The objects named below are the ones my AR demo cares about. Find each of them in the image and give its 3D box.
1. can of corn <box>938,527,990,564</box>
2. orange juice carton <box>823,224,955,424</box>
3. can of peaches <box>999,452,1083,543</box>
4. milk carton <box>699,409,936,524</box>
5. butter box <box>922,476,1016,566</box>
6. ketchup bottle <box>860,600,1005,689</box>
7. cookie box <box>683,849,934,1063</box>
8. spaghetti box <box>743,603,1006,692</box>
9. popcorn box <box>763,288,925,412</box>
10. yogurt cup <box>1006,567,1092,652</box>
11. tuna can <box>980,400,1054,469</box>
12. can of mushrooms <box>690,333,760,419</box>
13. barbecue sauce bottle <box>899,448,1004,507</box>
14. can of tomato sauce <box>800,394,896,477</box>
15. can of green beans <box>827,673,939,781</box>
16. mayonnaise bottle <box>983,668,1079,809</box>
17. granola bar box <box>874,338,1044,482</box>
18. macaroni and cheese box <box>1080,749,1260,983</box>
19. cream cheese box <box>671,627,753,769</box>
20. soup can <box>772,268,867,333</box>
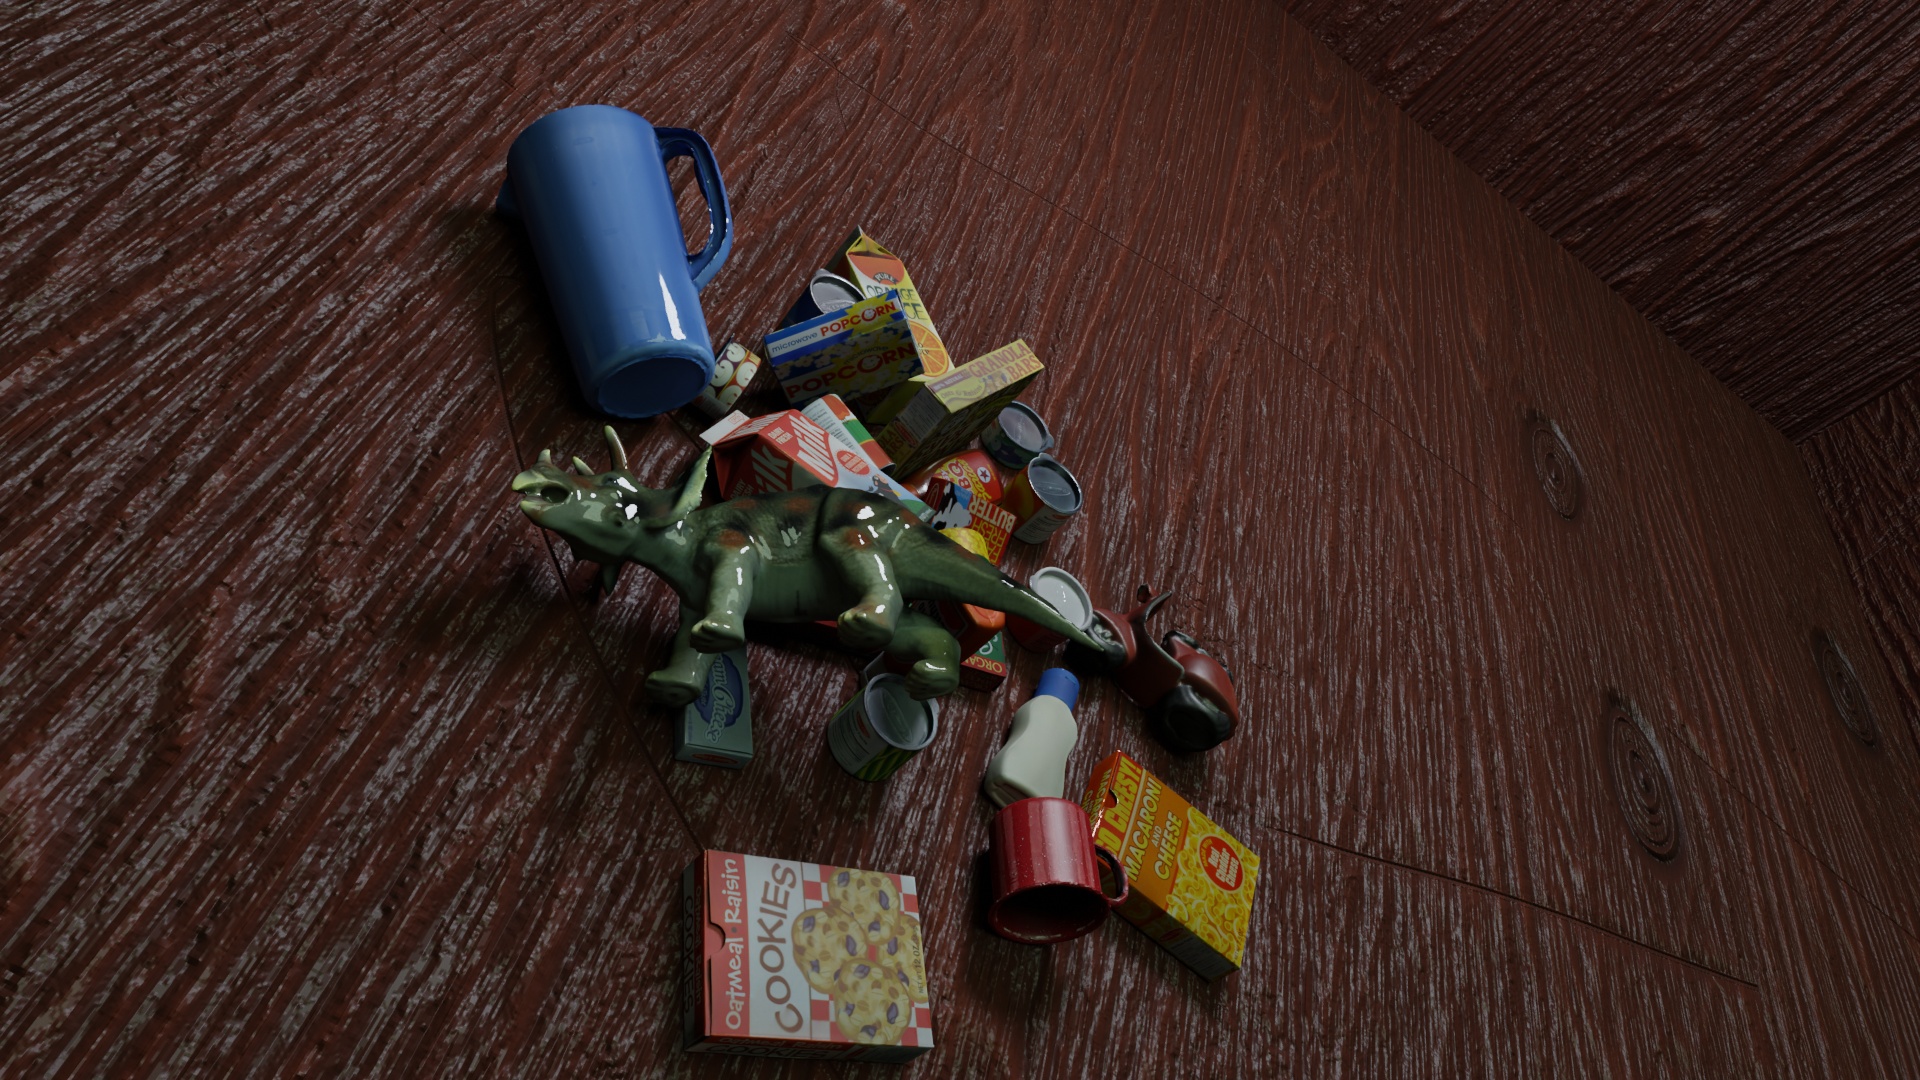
[{"bbox_3d":[-0.003,0.029,1.213,0.071,0.071,0.058,12,49,-34],"label":"can of corn"},{"bbox_3d":[-0.082,-0.210,1.347,0.073,0.071,0.193,-4,60,-44],"label":"orange juice carton"},{"bbox_3d":[0.075,-0.040,1.351,0.071,0.057,0.071,23,44,-24],"label":"can of peaches"},{"bbox_3d":[-0.124,-0.041,1.145,0.190,0.073,0.073,36,28,2],"label":"milk carton"},{"bbox_3d":[0.004,-0.016,1.255,0.103,0.024,0.053,26,81,-46],"label":"butter box"},{"bbox_3d":[-0.025,0.079,1.088,0.043,0.148,0.065,3,55,-40],"label":"ketchup bottle"},{"bbox_3d":[-0.103,0.280,0.934,0.167,0.040,0.123,16,48,-31],"label":"cookie box"},{"bbox_3d":[-0.069,0.071,1.151,0.250,0.028,0.050,19,46,-29],"label":"spaghetti box"},{"bbox_3d":[-0.102,-0.165,1.231,0.085,0.127,0.038,70,0,-60],"label":"popcorn box"},{"bbox_3d":[0.079,0.066,1.265,0.072,0.053,0.073,24,44,-25],"label":"yogurt cup"},{"bbox_3d":[0.057,-0.106,1.411,0.071,0.032,0.071,23,44,-25],"label":"tuna can"},{"bbox_3d":[-0.200,-0.139,1.184,0.033,0.070,0.071,35,40,-15],"label":"can of mushrooms"},{"bbox_3d":[-0.024,-0.042,1.275,0.149,0.043,0.065,-19,81,-48],"label":"barbecue sauce bottle"},{"bbox_3d":[-0.107,-0.076,1.215,0.083,0.071,0.071,50,39,7],"label":"can of tomato sauce"},{"bbox_3d":[-0.061,0.145,1.073,0.071,0.057,0.071,24,44,-25],"label":"can of green beans"},{"bbox_3d":[0.068,0.170,1.179,0.064,0.041,0.149,39,39,-10],"label":"mayonnaise bottle"},{"bbox_3d":[-0.009,-0.117,1.290,0.039,0.123,0.166,51,40,6],"label":"granola bar box"},{"bbox_3d":[0.174,0.274,1.182,0.166,0.040,0.124,39,39,-9],"label":"macaroni and cheese box"},{"bbox_3d":[-0.183,0.113,1.019,0.053,0.024,0.104,16,48,-32],"label":"cream cheese box"},{"bbox_3d":[-0.132,-0.197,1.282,0.071,0.083,0.072,24,44,-25],"label":"soup can"}]
